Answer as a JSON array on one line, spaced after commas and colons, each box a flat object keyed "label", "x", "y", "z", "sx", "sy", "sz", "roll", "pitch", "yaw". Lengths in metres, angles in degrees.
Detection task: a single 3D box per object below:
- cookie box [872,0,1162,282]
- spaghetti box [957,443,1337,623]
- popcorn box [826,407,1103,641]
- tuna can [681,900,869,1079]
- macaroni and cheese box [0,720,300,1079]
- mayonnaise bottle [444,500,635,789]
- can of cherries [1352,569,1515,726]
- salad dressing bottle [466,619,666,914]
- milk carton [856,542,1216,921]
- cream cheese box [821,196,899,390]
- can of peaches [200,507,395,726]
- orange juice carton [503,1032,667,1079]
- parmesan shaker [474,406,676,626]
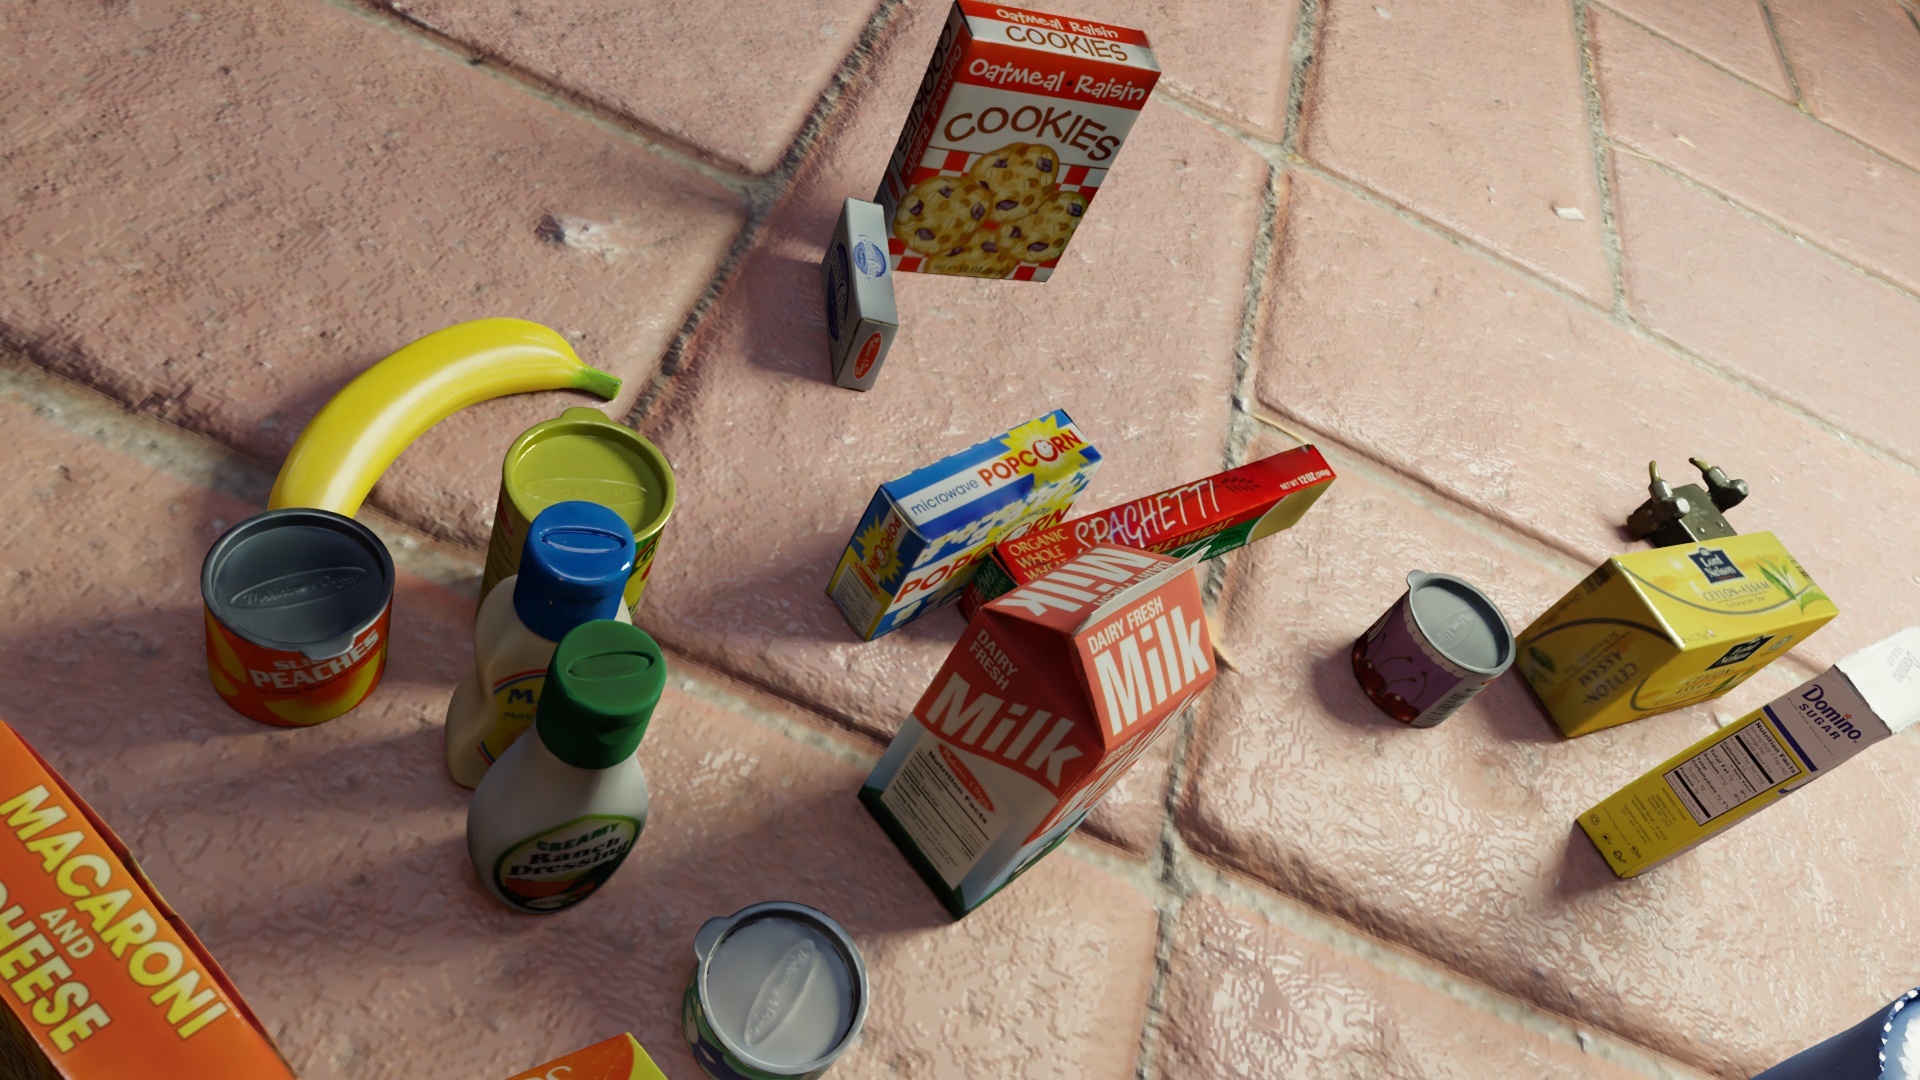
[{"label": "cookie box", "x": 0.026, "y": -0.231, "z": 0.823, "sx": 0.123, "sy": 0.166, "sz": 0.040, "roll": -1, "pitch": 53, "yaw": -27}, {"label": "spaghetti box", "x": 0.108, "y": -0.003, "z": 0.752, "sx": 0.251, "sy": 0.050, "sz": 0.029, "roll": -18, "pitch": 62, "yaw": -36}, {"label": "popcorn box", "x": 0.002, "y": -0.009, "z": 0.681, "sx": 0.127, "sy": 0.084, "sz": 0.038, "roll": -26, "pitch": 67, "yaw": -39}, {"label": "tuna can", "x": -0.073, "y": 0.173, "z": 0.528, "sx": 0.071, "sy": 0.032, "sz": 0.071, "roll": 14, "pitch": 48, "yaw": -16}, {"label": "macaroni and cheese box", "x": -0.235, "y": 0.140, "z": 0.383, "sx": 0.124, "sy": 0.165, "sz": 0.040, "roll": 43, "pitch": 47, "yaw": 12}, {"label": "mayonnaise bottle", "x": -0.153, "y": 0.044, "z": 0.517, "sx": 0.065, "sy": 0.147, "sz": 0.041, "roll": 5, "pitch": 51, "yaw": -23}, {"label": "can of cherries", "x": 0.259, "y": 0.059, "z": 0.769, "sx": 0.071, "sy": 0.058, "sz": 0.072, "roll": 14, "pitch": 48, "yaw": -16}, {"label": "salad dressing bottle", "x": -0.137, "y": 0.083, "z": 0.492, "sx": 0.064, "sy": 0.146, "sz": 0.044, "roll": -6, "pitch": 56, "yaw": -30}, {"label": "milk carton", "x": 0.034, "y": 0.070, "z": 0.558, "sx": 0.072, "sy": 0.189, "sz": 0.073, "roll": -27, "pitch": 68, "yaw": -39}, {"label": "cream cheese box", "x": -0.058, "y": -0.140, "z": 0.784, "sx": 0.024, "sy": 0.053, "sz": 0.104, "roll": 8, "pitch": 50, "yaw": -21}, {"label": "can of peaches", "x": -0.256, "y": 0.032, "z": 0.539, "sx": 0.071, "sy": 0.057, "sz": 0.071, "roll": 14, "pitch": 48, "yaw": -16}, {"label": "orange juice carton", "x": -0.121, "y": 0.196, "z": 0.374, "sx": 0.072, "sy": 0.191, "sz": 0.073, "roll": -12, "pitch": 59, "yaw": -33}, {"label": "parmesan shaker", "x": -0.162, "y": 0.005, "z": 0.577, "sx": 0.071, "sy": 0.102, "sz": 0.072, "roll": 14, "pitch": 48, "yaw": -16}]
